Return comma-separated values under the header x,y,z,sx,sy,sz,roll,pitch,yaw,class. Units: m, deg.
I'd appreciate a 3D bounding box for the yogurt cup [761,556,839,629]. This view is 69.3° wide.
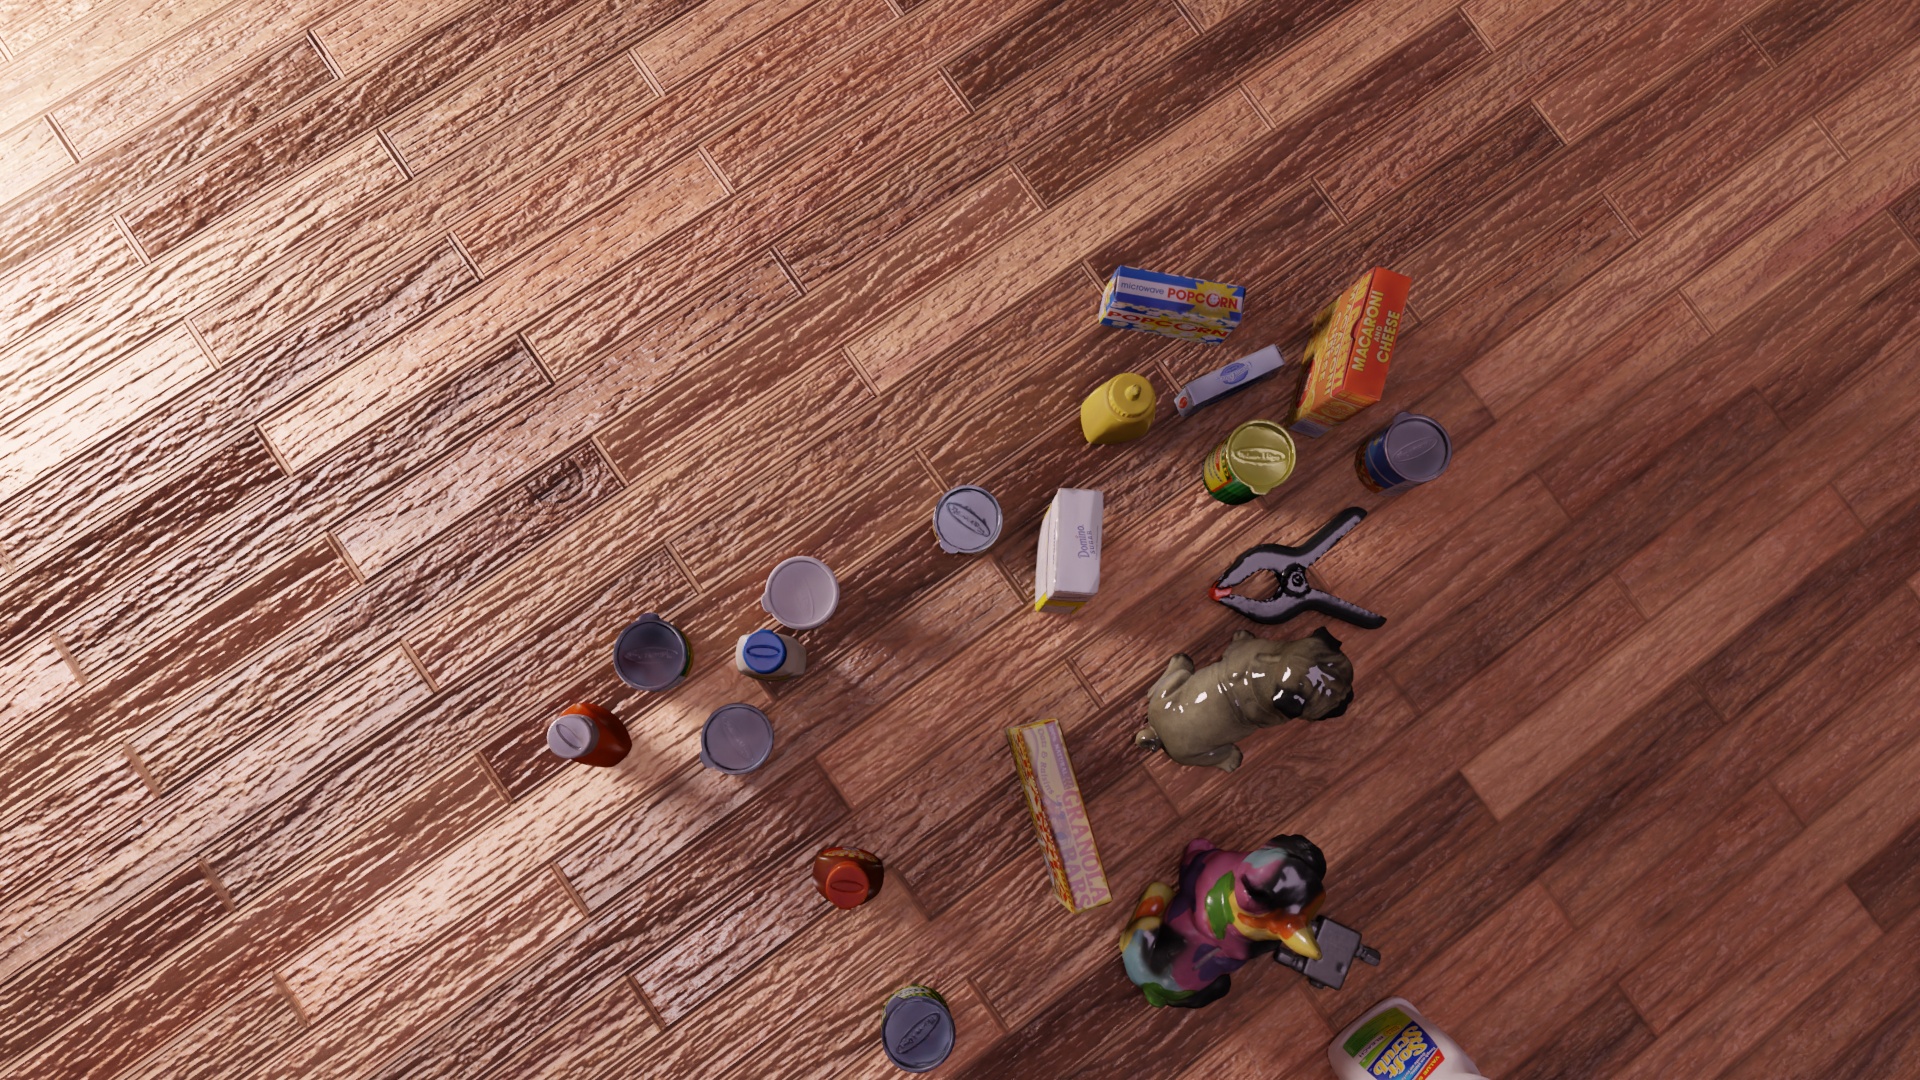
x,y,z,sx,sy,sz,roll,pitch,yaw,class
-0.148,0.051,1.304,0.072,0.054,0.072,1,82,-4,yogurt cup

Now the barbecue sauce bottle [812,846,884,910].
x,y,z,sx,sy,sz,roll,pitch,yaw,class
-0.099,0.298,1.223,0.065,0.148,0.044,8,82,-3,barbecue sauce bottle

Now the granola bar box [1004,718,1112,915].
x,y,z,sx,sy,sz,roll,pitch,yaw,class
0.088,0.245,1.258,0.039,0.124,0.165,-16,83,-6,granola bar box

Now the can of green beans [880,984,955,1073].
x,y,z,sx,sy,sz,roll,pitch,yaw,class
-0.039,0.439,1.253,0.071,0.057,0.071,1,82,-4,can of green beans

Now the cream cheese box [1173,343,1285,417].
x,y,z,sx,sy,sz,roll,pitch,yaw,class
0.264,-0.157,1.367,0.104,0.053,0.024,-25,85,-7,cream cheese box

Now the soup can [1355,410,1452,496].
x,y,z,sx,sy,sz,roll,pitch,yaw,class
0.429,-0.084,1.353,0.071,0.083,0.071,1,82,-4,soup can

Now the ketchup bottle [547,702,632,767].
x,y,z,sx,sy,sz,roll,pitch,yaw,class
-0.330,0.172,1.224,0.065,0.148,0.043,44,82,2,ketchup bottle

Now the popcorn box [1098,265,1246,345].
x,y,z,sx,sy,sz,roll,pitch,yaw,class
0.205,-0.229,1.357,0.127,0.085,0.038,9,82,-3,popcorn box

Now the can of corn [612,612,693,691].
x,y,z,sx,sy,sz,roll,pitch,yaw,class
-0.283,0.104,1.284,0.071,0.058,0.071,1,82,-4,can of corn

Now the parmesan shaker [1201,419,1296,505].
x,y,z,sx,sy,sz,roll,pitch,yaw,class
0.274,-0.070,1.330,0.071,0.103,0.071,1,82,-4,parmesan shaker

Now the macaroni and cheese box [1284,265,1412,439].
x,y,z,sx,sy,sz,roll,pitch,yaw,class
0.365,-0.174,1.320,0.040,0.166,0.124,18,81,-2,macaroni and cheese box

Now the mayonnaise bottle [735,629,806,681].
x,y,z,sx,sy,sz,roll,pitch,yaw,class
-0.173,0.104,1.247,0.065,0.148,0.041,3,82,-4,mayonnaise bottle

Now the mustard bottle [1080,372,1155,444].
x,y,z,sx,sy,sz,roll,pitch,yaw,class
0.153,-0.126,1.300,0.065,0.160,0.049,-9,83,-5,mustard bottle

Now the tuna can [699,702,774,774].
x,y,z,sx,sy,sz,roll,pitch,yaw,class
-0.208,0.186,1.290,0.071,0.033,0.071,1,82,-4,tuna can

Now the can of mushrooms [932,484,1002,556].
x,y,z,sx,sy,sz,roll,pitch,yaw,class
0.005,-0.017,1.336,0.071,0.033,0.071,1,82,-4,can of mushrooms
